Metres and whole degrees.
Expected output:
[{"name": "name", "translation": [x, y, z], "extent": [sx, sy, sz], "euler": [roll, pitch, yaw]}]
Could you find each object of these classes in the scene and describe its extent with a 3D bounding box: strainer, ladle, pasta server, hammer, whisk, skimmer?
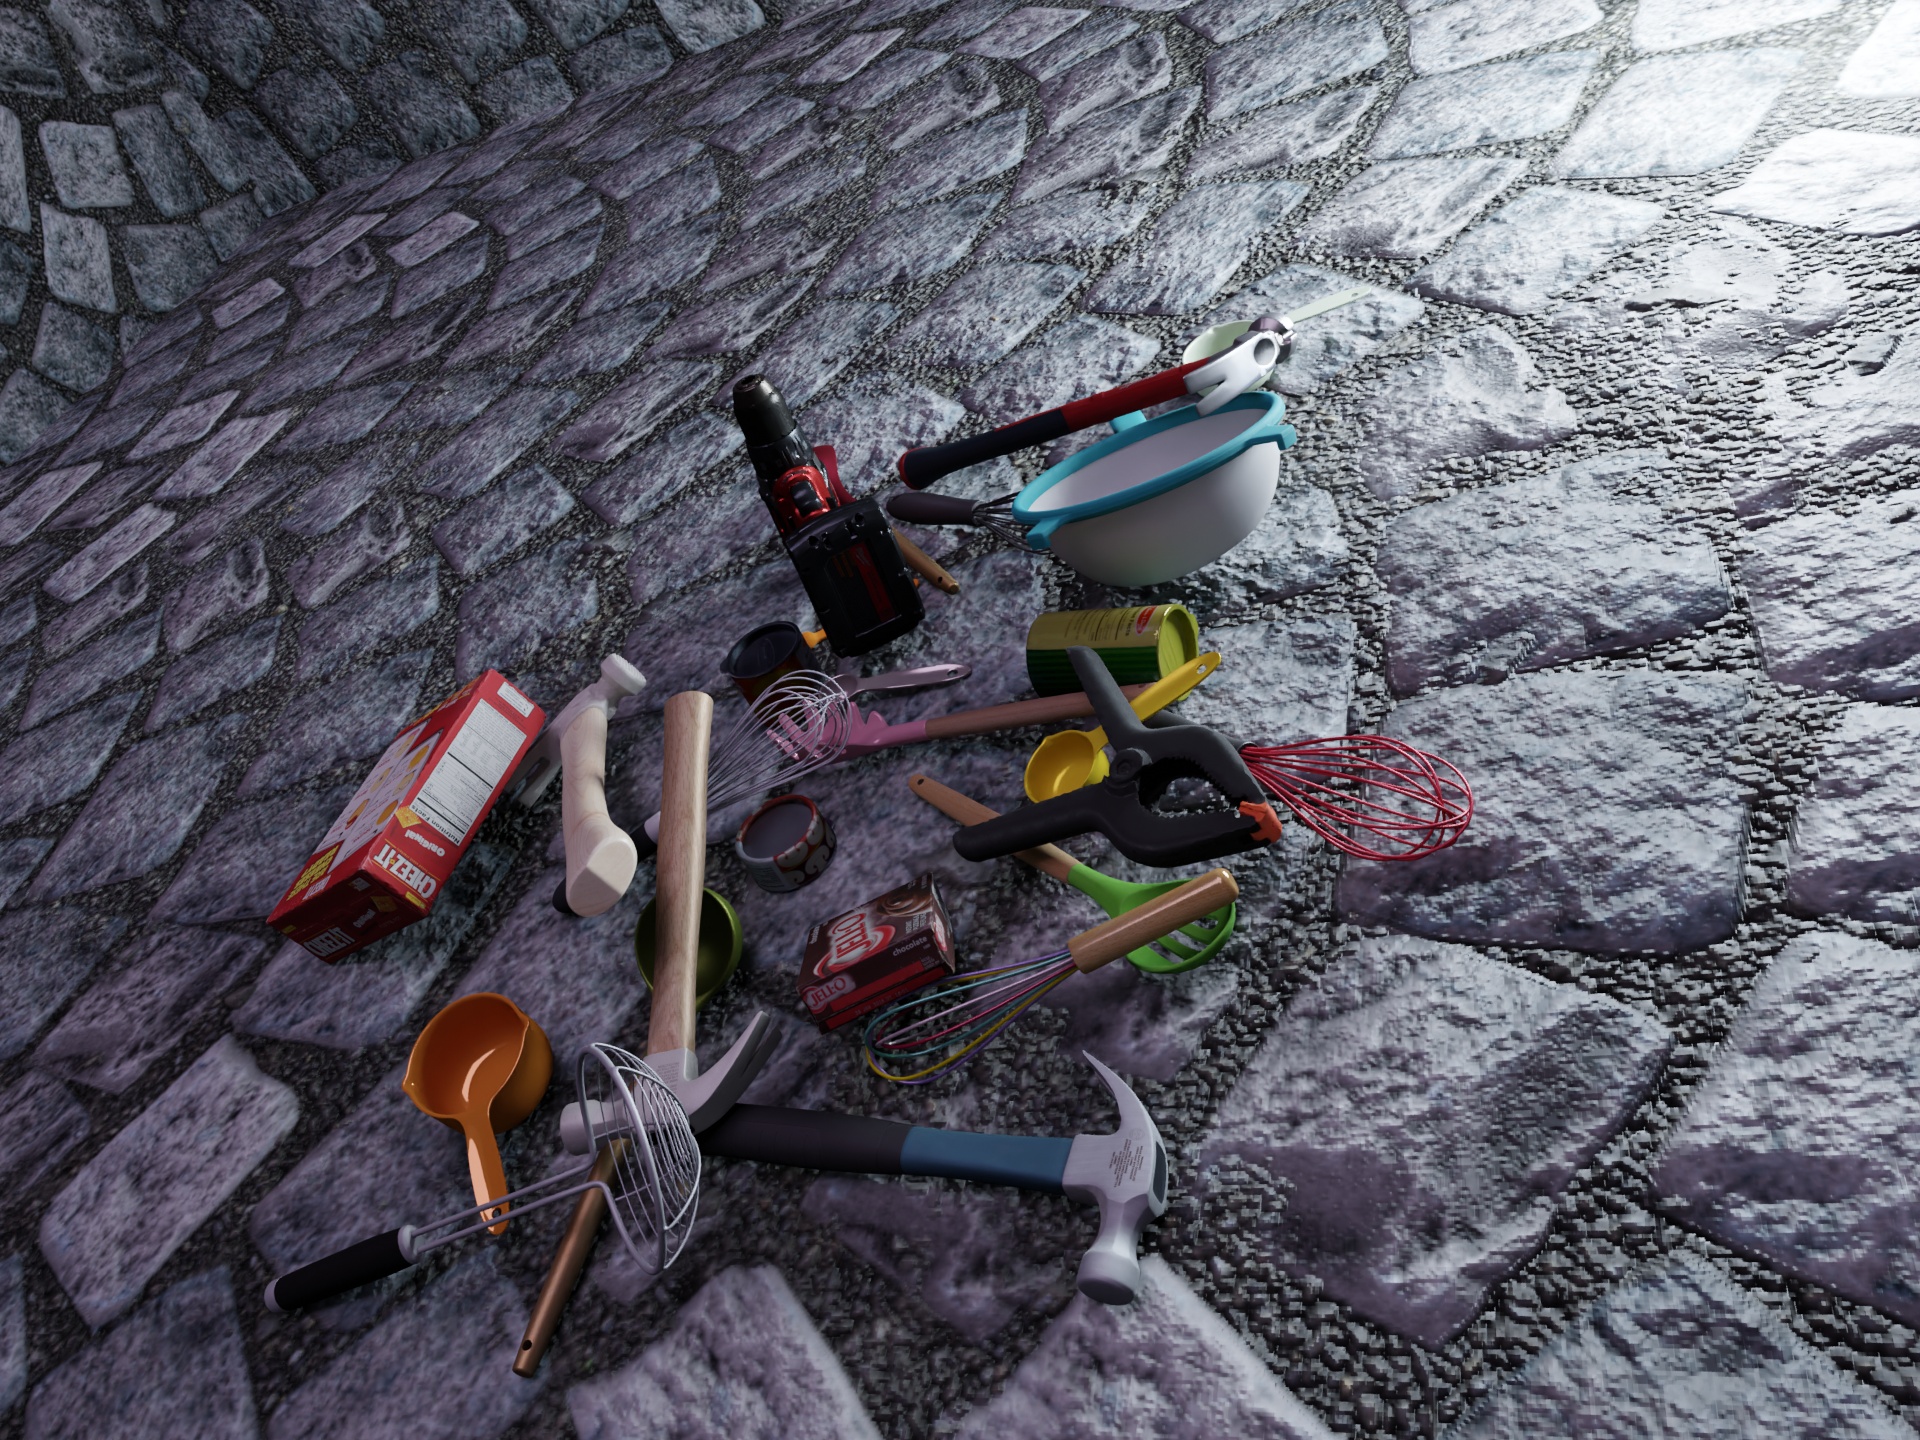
[{"name": "strainer", "translation": [0.152, -0.178, 1.234], "extent": [0.211, 0.095, 0.340], "euler": [-22, 17, 9]}, {"name": "ladle", "translation": [-0.211, 0.241, 0.985], "extent": [0.078, 0.062, 0.320], "euler": [-1, 47, 21]}, {"name": "pasta server", "translation": [-0.002, -0.004, 1.132], "extent": [0.316, 0.040, 0.060], "euler": [-9, 29, 31]}, {"name": "hammer", "translation": [0.080, -0.240, 1.295], "extent": [0.386, 0.038, 0.143], "euler": [-10, 22, 45]}, {"name": "whisk", "translation": [0.015, -0.172, 1.337], "extent": [0.239, 0.055, 0.055], "euler": [14, 53, 47]}, {"name": "whisk", "translation": [0.047, 0.142, 0.919], "extent": [0.245, 0.051, 0.047], "euler": [-28, 27, 14]}, {"name": "ladle", "translation": [-0.083, -0.177, 1.413], "extent": [0.069, 0.031, 0.316], "euler": [-60, 41, 11]}, {"name": "hammer", "translation": [-0.040, 0.241, 0.892], "extent": [0.331, 0.033, 0.128], "euler": [-3, 45, 30]}, {"name": "whisk", "translation": [0.191, 0.028, 0.979], "extent": [0.073, 0.073, 0.296], "euler": [-44, 33, -19]}, {"name": "whisk", "translation": [-0.192, 0.061, 1.152], "extent": [0.284, 0.070, 0.070], "euler": [-36, 34, 16]}, {"name": "hammer", "translation": [-0.180, 0.114, 1.031], "extent": [0.130, 0.031, 0.332], "euler": [-13, 50, 11]}, {"name": "skimmer", "translation": [-0.292, 0.290, 0.913], "extent": [0.363, 0.090, 0.127], "euler": [-25, 78, 21]}, {"name": "hammer", "translation": [-0.275, 0.057, 1.135], "extent": [0.146, 0.038, 0.411], "euler": [-48, 21, 2]}]

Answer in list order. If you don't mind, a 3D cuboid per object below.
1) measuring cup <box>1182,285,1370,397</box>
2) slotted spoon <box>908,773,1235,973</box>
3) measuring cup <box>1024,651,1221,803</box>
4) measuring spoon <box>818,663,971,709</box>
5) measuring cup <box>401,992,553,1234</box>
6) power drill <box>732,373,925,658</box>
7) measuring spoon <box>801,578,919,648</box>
[{"name": "measuring cup", "translation": [0.272, -0.321, 1.353], "extent": [0.167, 0.038, 0.083], "euler": [-22, 37, 5]}, {"name": "slotted spoon", "translation": [0.059, 0.088, 1.015], "extent": [0.070, 0.031, 0.314], "euler": [-46, 38, -15]}, {"name": "measuring cup", "translation": [0.111, 0.009, 1.044], "extent": [0.156, 0.029, 0.062], "euler": [-36, 41, 13]}, {"name": "measuring spoon", "translation": [-0.050, -0.025, 1.232], "extent": [0.124, 0.018, 0.034], "euler": [-8, 41, 15]}, {"name": "measuring cup", "translation": [-0.300, 0.260, 1.028], "extent": [0.095, 0.052, 0.174], "euler": [-28, 51, 2]}, {"name": "power drill", "translation": [-0.119, -0.171, 1.292], "extent": [0.080, 0.187, 0.227], "euler": [-26, 34, -6]}, {"name": "measuring spoon", "translation": [-0.087, -0.091, 1.330], "extent": [0.117, 0.011, 0.021], "euler": [-29, 37, 0]}]
